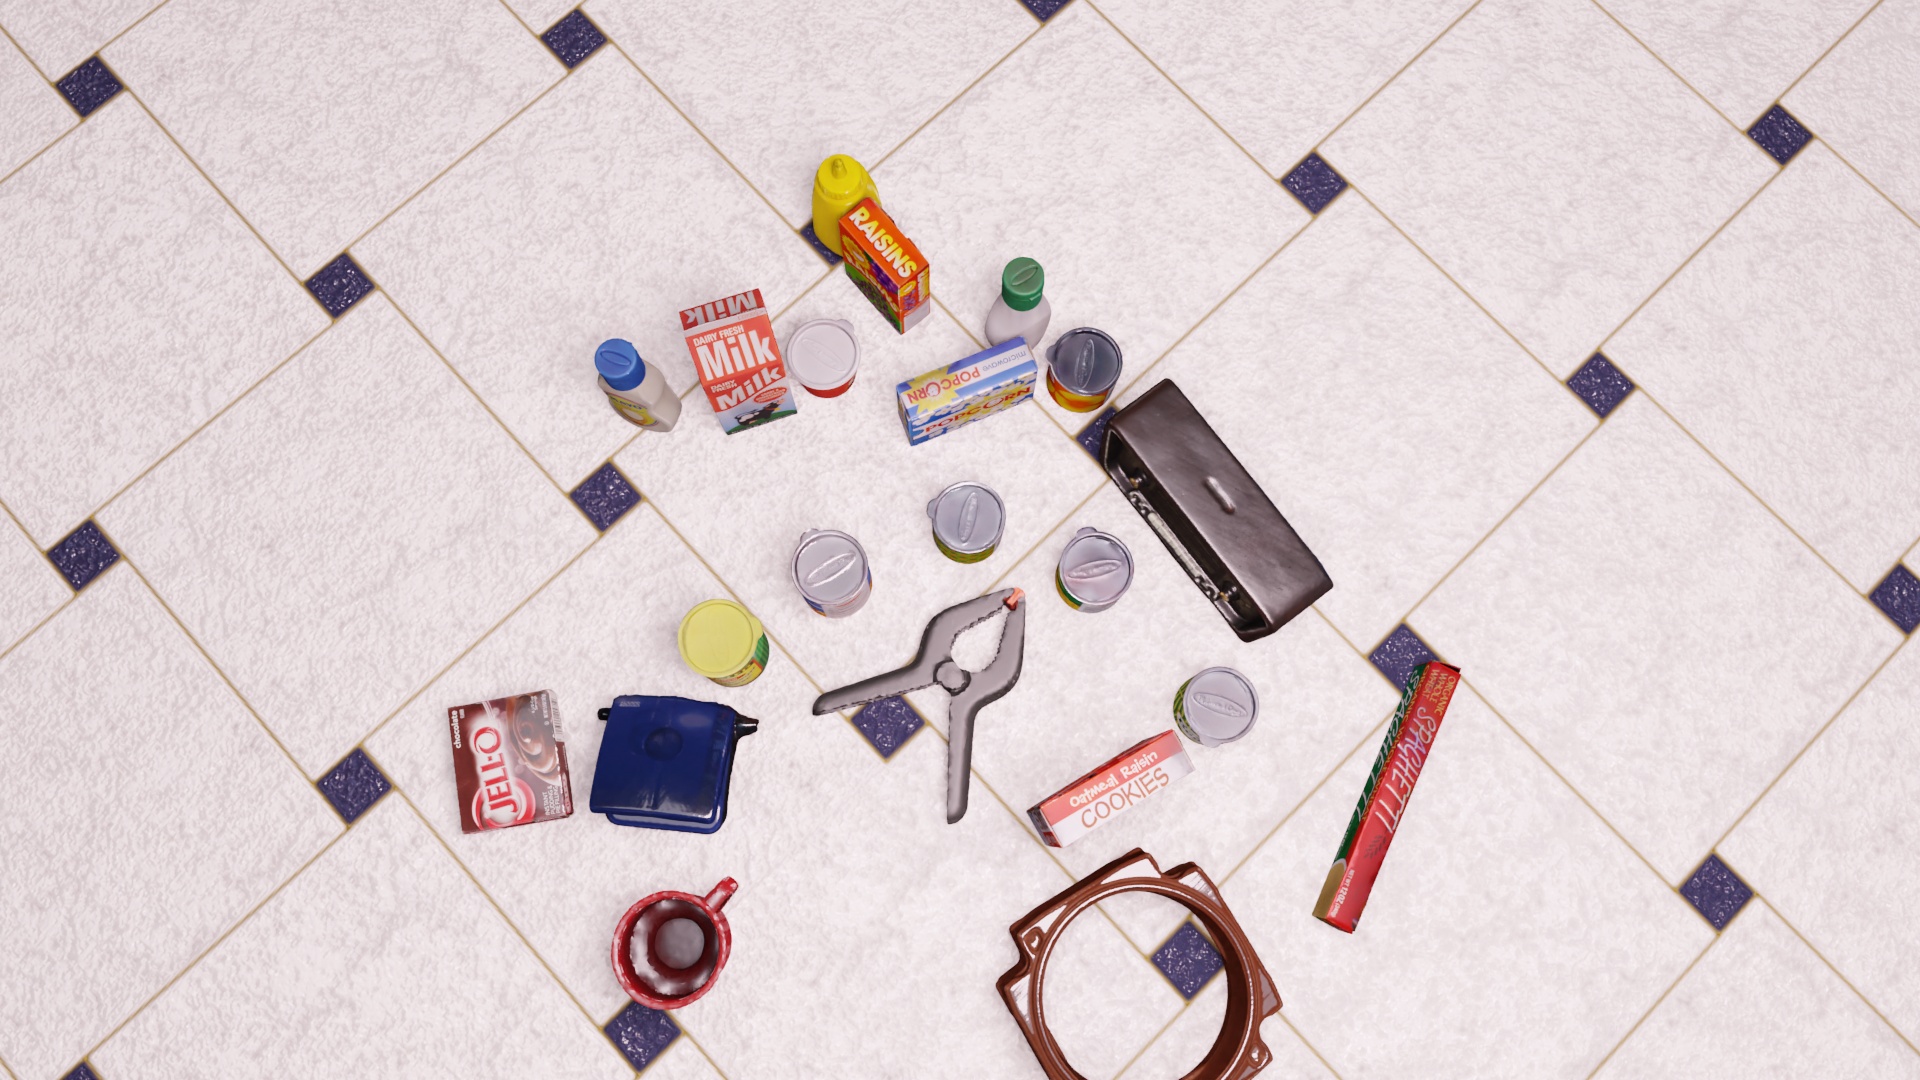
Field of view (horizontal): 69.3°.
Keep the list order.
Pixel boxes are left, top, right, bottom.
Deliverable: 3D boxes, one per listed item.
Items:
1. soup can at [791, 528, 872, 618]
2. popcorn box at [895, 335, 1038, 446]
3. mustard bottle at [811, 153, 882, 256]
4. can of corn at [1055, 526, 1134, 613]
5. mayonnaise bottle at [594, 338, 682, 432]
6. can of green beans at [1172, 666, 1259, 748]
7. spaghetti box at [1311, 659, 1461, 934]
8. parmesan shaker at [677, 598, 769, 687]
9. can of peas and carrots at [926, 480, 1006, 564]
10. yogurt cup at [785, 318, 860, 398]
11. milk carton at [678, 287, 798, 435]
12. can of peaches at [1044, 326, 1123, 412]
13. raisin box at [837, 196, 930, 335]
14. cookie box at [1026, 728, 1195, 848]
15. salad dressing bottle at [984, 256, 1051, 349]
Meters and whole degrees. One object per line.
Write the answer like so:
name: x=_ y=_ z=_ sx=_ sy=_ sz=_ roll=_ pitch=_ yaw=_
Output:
soup can: x=-0.114 y=0.029 z=1.228 sx=0.071 sy=0.083 sz=0.071 roll=0 pitch=78 yaw=-1
popcorn box: x=0.006 y=-0.135 z=1.265 sx=0.127 sy=0.085 sz=0.038 roll=-22 pitch=80 yaw=-6
mustard bottle: x=-0.106 y=-0.313 z=1.264 sx=0.049 sy=0.160 sz=0.065 roll=38 pitch=80 yaw=6
can of corn: x=0.118 y=0.027 z=1.246 sx=0.071 sy=0.058 sz=0.071 roll=0 pitch=78 yaw=-1
mayonnaise bottle: x=-0.289 y=-0.137 z=1.228 sx=0.065 sy=0.148 sz=0.041 roll=20 pitch=79 yaw=3
can of green beans: x=0.224 y=0.147 z=1.222 sx=0.071 sy=0.057 sz=0.071 roll=0 pitch=78 yaw=-1
spaghetti box: x=0.372 y=0.220 z=1.213 sx=0.029 sy=0.050 sz=0.250 roll=26 pitch=79 yaw=4
parmesan shaker: x=-0.200 y=0.090 z=1.203 sx=0.071 sy=0.103 sz=0.071 roll=0 pitch=78 yaw=-1
can of peas and carrots: x=0.004 y=-0.016 z=1.253 sx=0.071 sy=0.058 sz=0.071 roll=0 pitch=78 yaw=-1
yogurt cup: x=-0.125 y=-0.165 z=1.285 sx=0.072 sy=0.054 sz=0.072 roll=0 pitch=78 yaw=-1
milk carton: x=-0.194 y=-0.160 z=1.213 sx=0.072 sy=0.190 sz=0.073 roll=-18 pitch=79 yaw=-5
can of peaches: x=0.111 y=-0.157 z=1.286 sx=0.071 sy=0.058 sz=0.071 roll=0 pitch=78 yaw=-1
raisin box: x=-0.068 y=-0.249 z=1.269 sx=0.040 sy=0.123 sz=0.086 roll=-39 pitch=82 yaw=-8
cookie box: x=0.120 y=0.207 z=1.151 sx=0.123 sy=0.167 sz=0.040 roll=-30 pitch=80 yaw=-7
salad dressing bottle: x=0.053 y=-0.210 z=1.251 sx=0.064 sy=0.147 sz=0.044 roll=-33 pitch=81 yaw=-7
